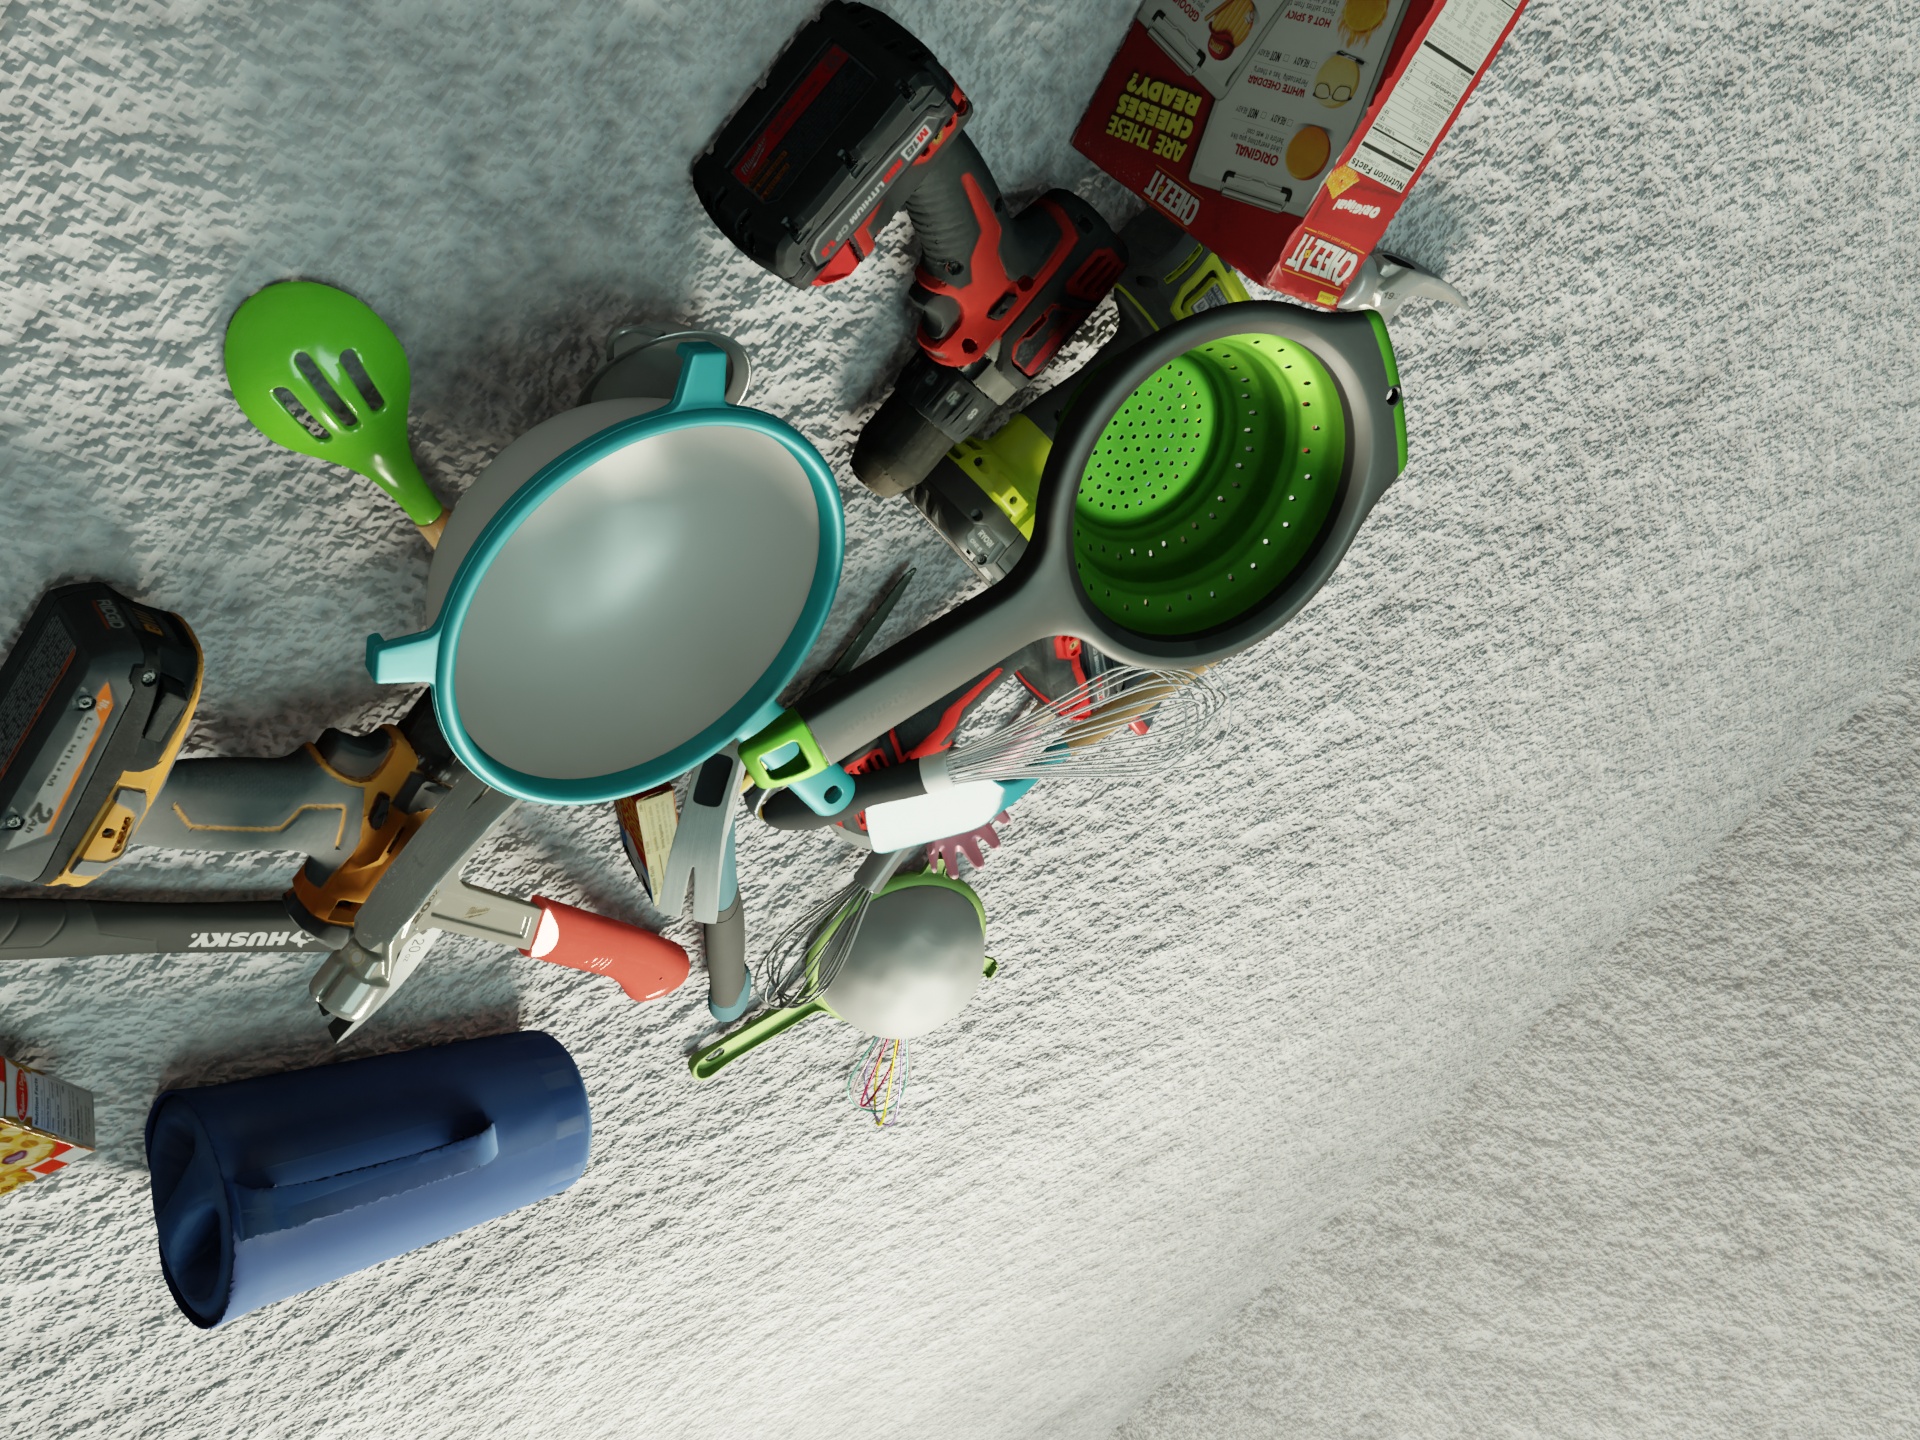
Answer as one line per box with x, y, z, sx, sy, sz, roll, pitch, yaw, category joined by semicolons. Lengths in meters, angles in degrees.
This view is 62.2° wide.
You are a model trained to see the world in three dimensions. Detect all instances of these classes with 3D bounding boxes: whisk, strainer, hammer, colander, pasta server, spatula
-0.055;0.249;1.325;0.047;0.051;0.244;-56;163;-53;whisk
-0.083;0.217;1.205;0.256;0.069;0.151;-29;132;-9;strainer
-0.225;0.115;0.914;0.149;0.037;0.358;-53;163;-5;hammer
-0.144;-0.044;0.791;0.211;0.095;0.340;-45;150;-5;strainer
0.047;-0.094;0.842;0.397;0.095;0.204;-31;130;-8;colander
-0.422;0.108;0.801;0.334;0.035;0.146;7;123;-48;hammer
0.018;0.023;0.924;0.284;0.070;0.070;-15;148;11;whisk
0.074;-0.014;1.137;0.060;0.040;0.316;22;114;-42;pasta server
-0.151;0.113;1.013;0.033;0.128;0.330;12;148;1;hammer
-0.069;0.115;1.144;0.239;0.055;0.055;-54;145;7;whisk
0.080;-0.003;1.035;0.317;0.044;0.082;-31;144;-23;spatula
-0.127;-0.133;0.811;0.087;0.050;0.258;-26;152;2;strainer
0.218;-0.149;1.133;0.143;0.038;0.386;-5;132;-44;hammer

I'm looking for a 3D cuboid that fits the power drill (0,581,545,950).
-0.313;0.010;0.739;0.226;0.084;0.185;25;101;-51;power drill

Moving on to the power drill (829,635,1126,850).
-0.002;-0.003;1.037;0.219;0.079;0.143;-34;146;-14;power drill

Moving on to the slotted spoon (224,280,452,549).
-0.241;-0.085;0.765;0.070;0.031;0.313;-32;147;-5;slotted spoon

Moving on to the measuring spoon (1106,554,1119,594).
0.106;-0.104;1.056;0.034;0.018;0.124;-22;163;-10;measuring spoon

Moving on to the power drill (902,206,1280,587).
0.089;-0.165;0.935;0.223;0.080;0.171;-44;134;2;power drill

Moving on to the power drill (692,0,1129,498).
-0.029;-0.215;0.785;0.188;0.080;0.226;-48;149;11;power drill
